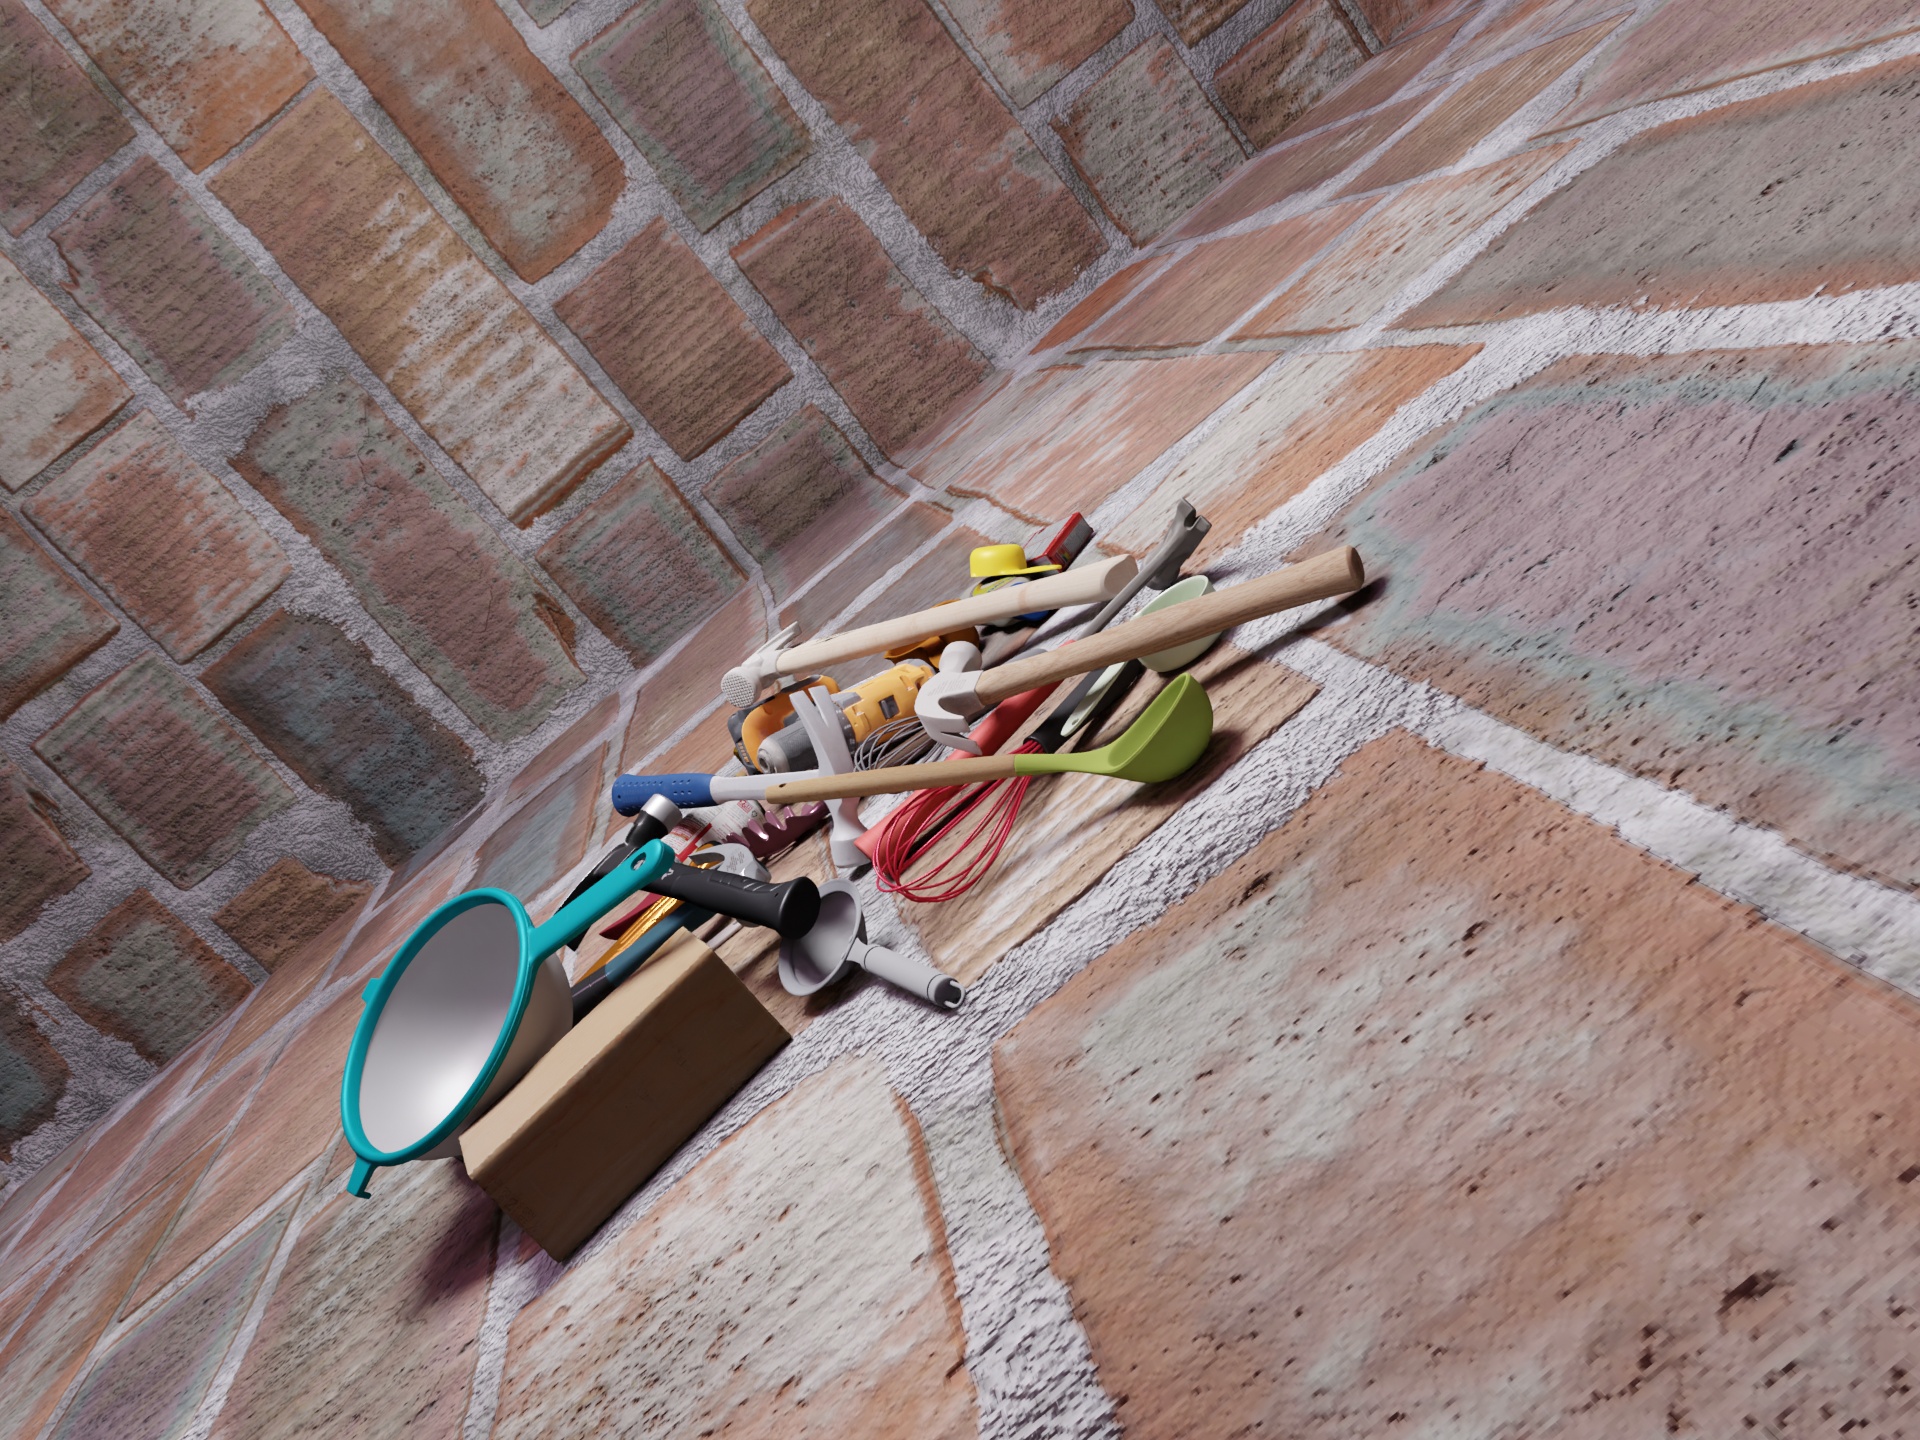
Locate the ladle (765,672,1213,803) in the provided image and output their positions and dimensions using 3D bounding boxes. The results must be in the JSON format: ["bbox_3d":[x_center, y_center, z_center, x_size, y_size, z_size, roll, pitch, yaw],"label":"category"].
[{"bbox_3d":[0.010,0.022,1.038,0.320,0.062,0.078,-8,25,23],"label":"ladle"}]

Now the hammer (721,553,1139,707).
[{"bbox_3d":[-0.024,-0.094,1.480,0.410,0.038,0.146,-13,19,27],"label":"hammer"}]

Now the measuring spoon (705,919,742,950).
[{"bbox_3d":[-0.231,0.198,1.365,0.124,0.018,0.034,-37,15,7],"label":"measuring spoon"}]

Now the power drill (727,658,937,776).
[{"bbox_3d":[-0.141,0.010,1.500,0.185,0.084,0.226,-28,9,-30],"label":"power drill"}]

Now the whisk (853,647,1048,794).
[{"bbox_3d":[-0.002,-0.003,1.293,0.239,0.055,0.055,-34,8,-39],"label":"whisk"}]

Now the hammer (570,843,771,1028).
[{"bbox_3d":[-0.286,0.211,1.257,0.331,0.033,0.128,-38,24,5],"label":"hammer"}]

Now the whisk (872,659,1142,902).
[{"bbox_3d":[0.043,0.032,1.125,0.296,0.073,0.073,-42,14,-35],"label":"whisk"}]

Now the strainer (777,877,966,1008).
[{"bbox_3d":[-0.058,0.157,1.038,0.258,0.050,0.087,7,69,62],"label":"strainer"}]

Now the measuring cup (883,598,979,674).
[{"bbox_3d":[-0.015,-0.059,1.529,0.095,0.052,0.174,-37,21,2],"label":"measuring cup"}]

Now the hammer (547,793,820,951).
[{"bbox_3d":[-0.204,0.129,1.201,0.146,0.035,0.335,-51,27,-22],"label":"hammer"}]

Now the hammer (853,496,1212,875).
[{"bbox_3d":[0.056,-0.023,1.221,0.359,0.037,0.149,-45,-6,-10],"label":"hammer"}]

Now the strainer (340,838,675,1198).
[{"bbox_3d":[-0.308,0.202,1.162,0.340,0.095,0.211,-37,41,18],"label":"strainer"}]

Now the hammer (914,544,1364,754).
[{"bbox_3d":[0.113,-0.053,1.090,0.331,0.031,0.130,-18,27,27],"label":"hammer"}]

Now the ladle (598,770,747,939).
[{"bbox_3d":[-0.287,0.136,1.659,0.069,0.031,0.315,-28,17,29],"label":"ladle"}]

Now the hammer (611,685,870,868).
[{"bbox_3d":[-0.209,0.055,1.405,0.035,0.144,0.405,-16,6,-37],"label":"hammer"}]

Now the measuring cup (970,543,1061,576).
[{"bbox_3d":[0.057,-0.157,1.542,0.062,0.029,0.156,-10,7,-23],"label":"measuring cup"}]

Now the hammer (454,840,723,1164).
[{"bbox_3d":[-0.315,0.232,1.354,0.337,0.034,0.127,-46,33,-16],"label":"hammer"}]

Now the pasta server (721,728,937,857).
[{"bbox_3d":[-0.082,0.042,1.420,0.316,0.040,0.060,-33,2,19],"label":"pasta server"}]

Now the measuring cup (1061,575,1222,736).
[{"bbox_3d":[0.132,-0.037,1.141,0.167,0.038,0.083,-49,17,-23],"label":"measuring cup"}]
